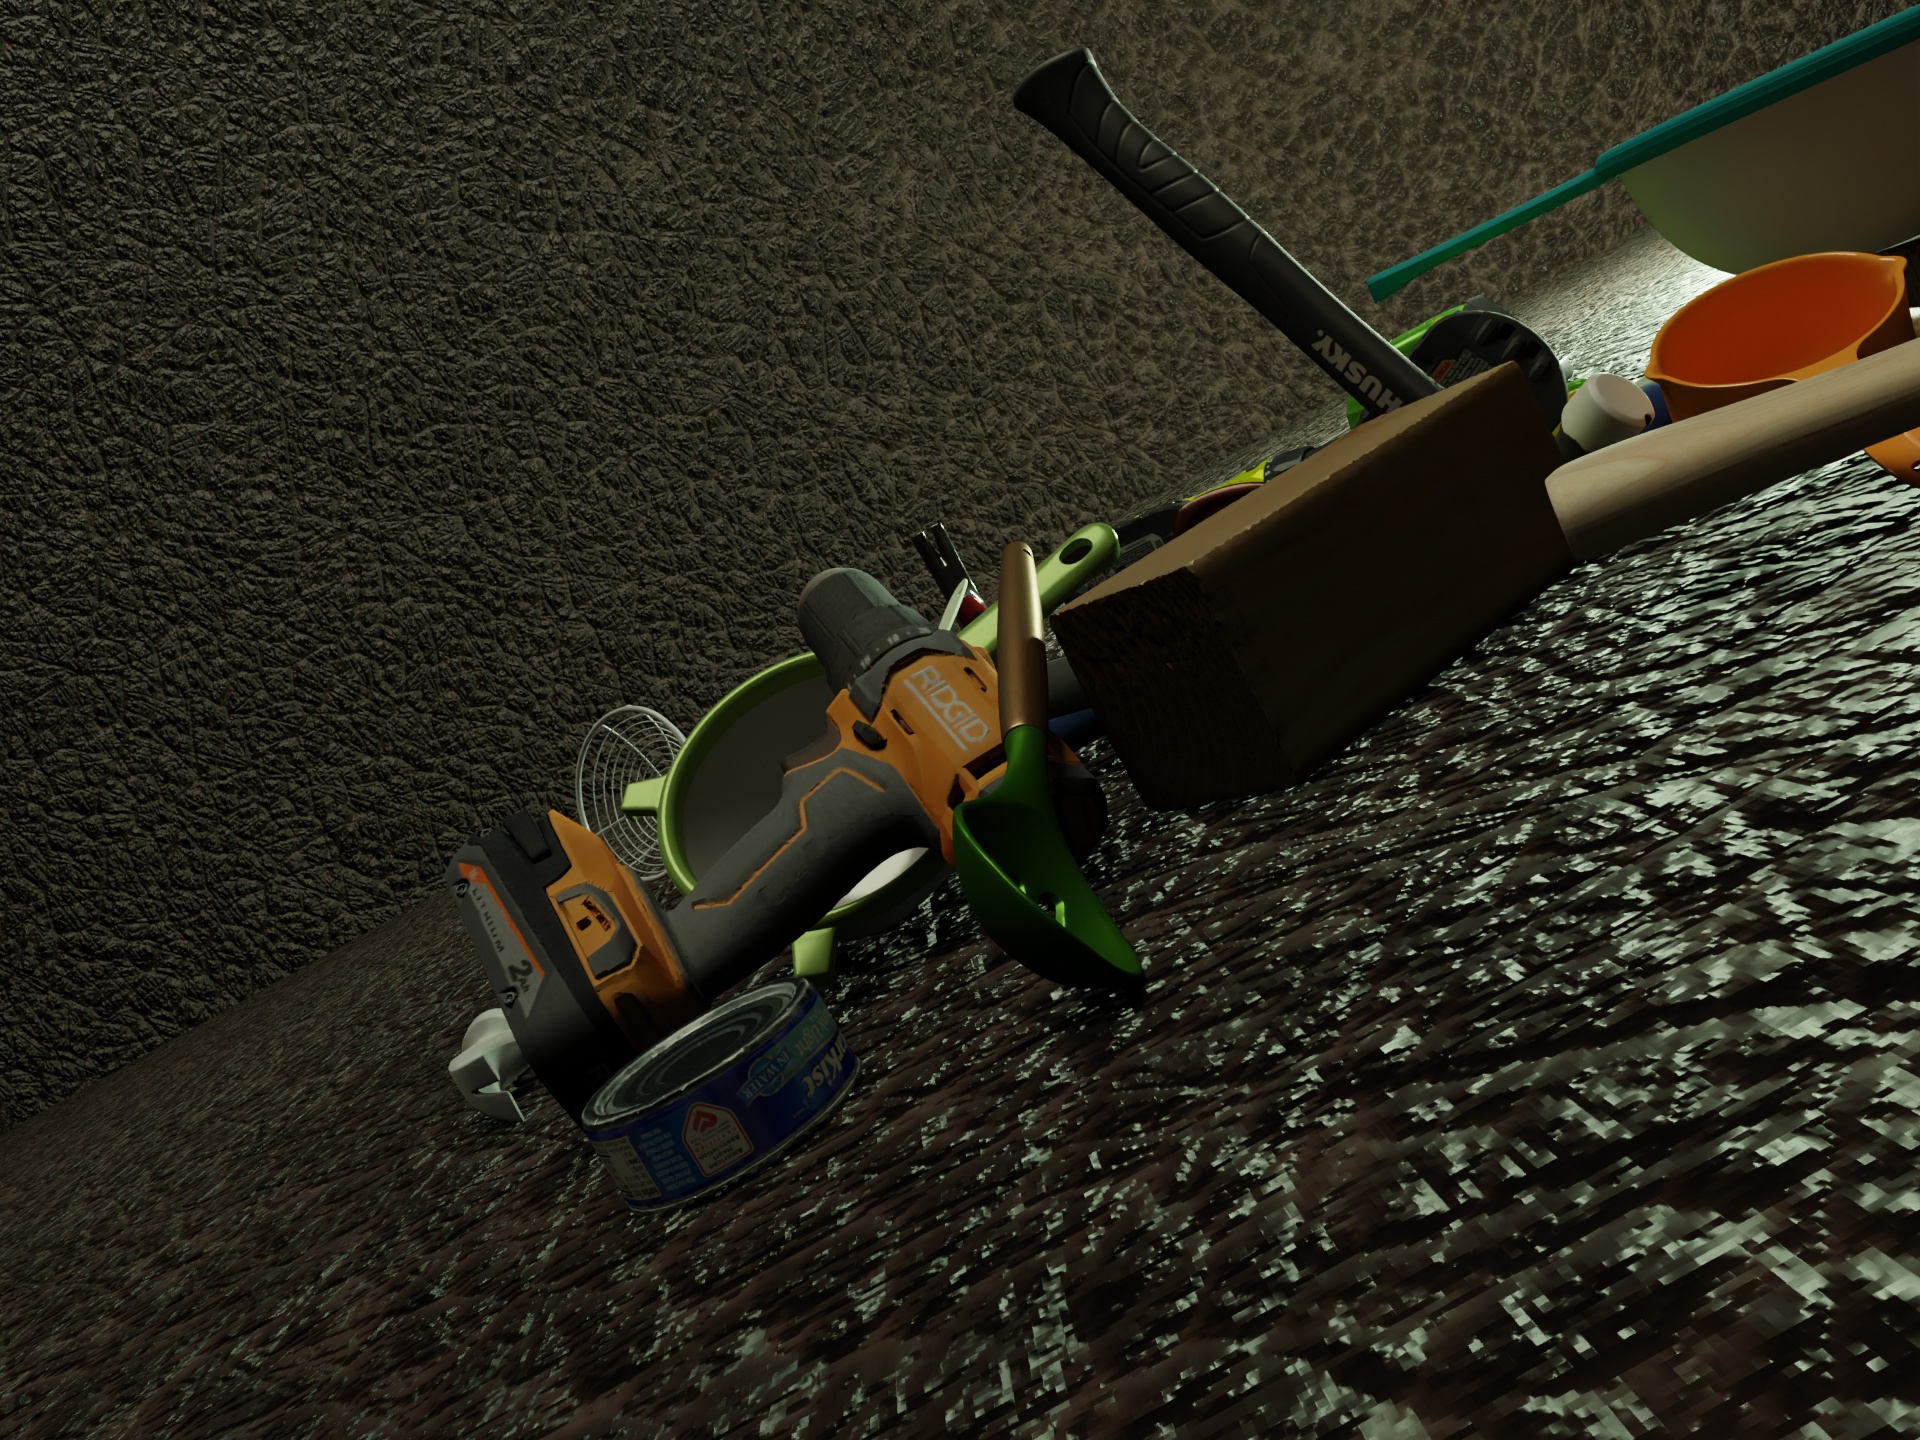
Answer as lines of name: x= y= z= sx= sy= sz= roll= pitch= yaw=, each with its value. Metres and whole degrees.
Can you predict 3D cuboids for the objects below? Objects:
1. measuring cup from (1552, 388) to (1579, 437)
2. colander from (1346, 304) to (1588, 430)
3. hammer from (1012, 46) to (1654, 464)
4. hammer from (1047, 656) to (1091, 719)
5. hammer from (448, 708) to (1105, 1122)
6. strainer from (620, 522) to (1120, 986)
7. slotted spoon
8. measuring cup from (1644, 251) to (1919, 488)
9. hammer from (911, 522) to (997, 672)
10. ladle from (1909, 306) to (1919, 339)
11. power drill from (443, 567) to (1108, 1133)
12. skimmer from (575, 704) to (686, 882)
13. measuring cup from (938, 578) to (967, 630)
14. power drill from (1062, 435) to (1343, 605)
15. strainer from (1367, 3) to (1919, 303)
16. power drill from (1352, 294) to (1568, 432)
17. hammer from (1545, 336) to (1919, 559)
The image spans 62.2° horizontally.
measuring cup: x=0.318 y=-0.144 z=0.930 sx=0.062 sy=0.029 sz=0.156 roll=-40 pitch=-3 yaw=-16
colander: x=0.388 y=-0.267 z=1.227 sx=0.204 sy=0.094 sz=0.397 roll=-29 pitch=6 yaw=3
hammer: x=0.147 y=-0.197 z=0.742 sx=0.035 sy=0.335 sz=0.146 roll=-34 pitch=-17 yaw=-37
hammer: x=-0.001 y=-0.003 z=0.794 sx=0.331 sy=0.033 sz=0.128 roll=-16 pitch=18 yaw=25
hammer: x=-0.068 y=0.076 z=0.793 sx=0.405 sy=0.035 sz=0.144 roll=-30 pitch=6 yaw=-10
strainer: x=-0.016 y=0.010 z=0.720 sx=0.256 sy=0.069 sz=0.152 roll=-42 pitch=51 yaw=-16
slotted spoon: x=0.024 y=-0.002 z=0.567 sx=0.031 sy=0.070 sz=0.314 roll=-45 pitch=18 yaw=20
measuring cup: x=0.316 y=-0.108 z=0.574 sx=0.095 sy=0.052 sz=0.174 roll=-24 pitch=32 yaw=17
hammer: x=0.016 y=-0.087 z=1.318 sx=0.038 sy=0.143 sz=0.386 roll=-29 pitch=11 yaw=0
ladle: x=0.409 y=-0.168 z=0.672 sx=0.069 sy=0.031 sz=0.315 roll=-2 pitch=11 yaw=14
power drill: x=-0.081 y=0.035 z=0.627 sx=0.226 sy=0.084 sz=0.186 roll=-31 pitch=48 yaw=-11
skimmer: x=-0.199 y=0.075 z=1.019 sx=0.090 sy=0.127 sz=0.363 roll=4 pitch=9 yaw=-15
measuring cup: x=-0.003 y=-0.044 z=1.175 sx=0.083 sy=0.038 sz=0.168 roll=-42 pitch=21 yaw=40
power drill: x=0.194 y=-0.143 z=1.193 sx=0.190 sy=0.080 sz=0.228 roll=-23 pitch=6 yaw=44
strainer: x=0.369 y=-0.250 z=0.779 sx=0.340 sy=0.095 sz=0.211 roll=-20 pitch=9 yaw=38
power drill: x=0.255 y=-0.150 z=0.876 sx=0.171 sy=0.080 sz=0.223 roll=-55 pitch=-5 yaw=19
hammer: x=0.370 y=-0.133 z=0.436 sx=0.410 sy=0.038 sz=0.146 roll=-22 pitch=10 yaw=25
